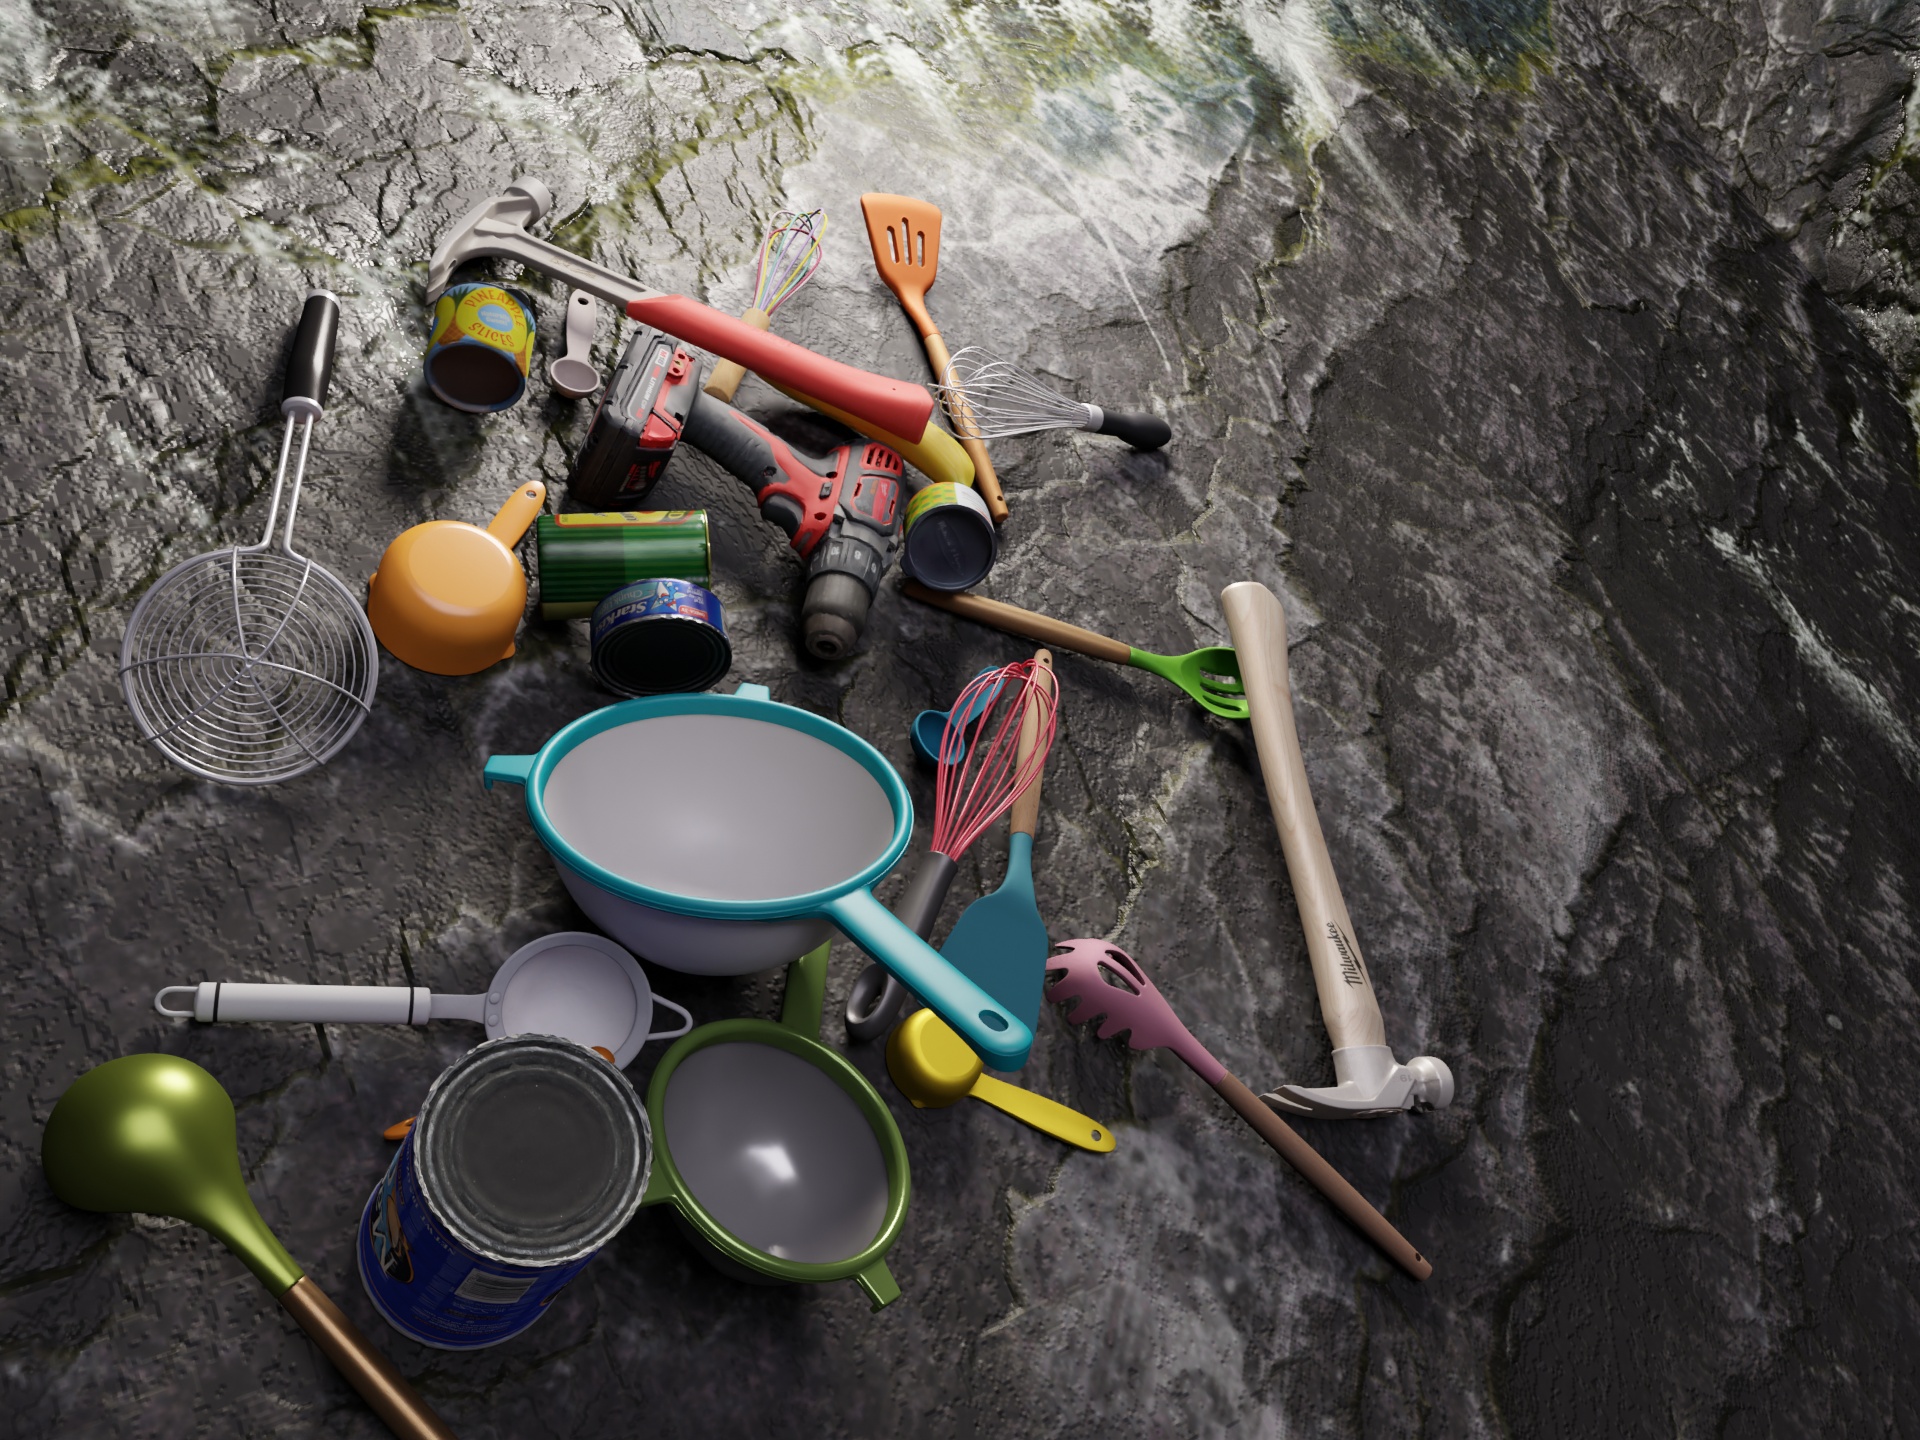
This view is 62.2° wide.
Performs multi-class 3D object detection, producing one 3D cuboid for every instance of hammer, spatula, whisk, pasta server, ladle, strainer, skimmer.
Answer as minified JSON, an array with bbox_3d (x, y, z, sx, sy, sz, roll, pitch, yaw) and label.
[{"bbox_3d":[-0.191,-0.280,1.144,0.359,0.036,0.149,23,47,-2],"label":"hammer"},{"bbox_3d":[0.037,0.066,1.074,0.082,0.044,0.318,24,43,-13],"label":"spatula"},{"bbox_3d":[0.083,-0.252,1.295,0.284,0.070,0.070,0,57,-46],"label":"whisk"},{"bbox_3d":[-0.005,0.074,1.004,0.073,0.073,0.296,31,57,-8],"label":"whisk"},{"bbox_3d":[0.181,0.251,1.023,0.316,0.040,0.060,43,46,-2],"label":"pasta server"},{"bbox_3d":[-0.154,-0.324,1.239,0.047,0.051,0.245,14,52,5],"label":"whisk"},{"bbox_3d":[-0.286,0.277,0.715,0.320,0.062,0.078,48,46,-1],"label":"ladle"},{"bbox_3d":[-0.104,0.204,0.866,0.151,0.069,0.257,28,30,-16],"label":"strainer"},{"bbox_3d":[-0.269,0.145,0.815,0.258,0.050,0.087,5,98,-22],"label":"strainer"},{"bbox_3d":[-0.012,-0.300,1.302,0.081,0.041,0.323,-1,59,-33],"label":"spatula"},{"bbox_3d":[-0.093,0.106,0.857,0.211,0.095,0.341,-19,43,-41],"label":"strainer"},{"bbox_3d":[-0.402,-0.125,0.942,0.127,0.090,0.364,9,43,-22],"label":"skimmer"},{"bbox_3d":[0.239,0.081,1.149,0.146,0.038,0.411,5,61,-27],"label":"hammer"}]

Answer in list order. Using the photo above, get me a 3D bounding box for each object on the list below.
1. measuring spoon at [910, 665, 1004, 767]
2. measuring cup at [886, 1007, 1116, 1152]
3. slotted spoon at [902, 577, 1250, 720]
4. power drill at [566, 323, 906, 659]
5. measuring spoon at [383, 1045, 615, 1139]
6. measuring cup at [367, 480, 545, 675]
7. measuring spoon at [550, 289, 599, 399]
[{"bbox_3d":[-0.002,-0.004,1.109,0.042,0.021,0.129,49,37,-5],"label":"measuring spoon"},{"bbox_3d":[0.030,0.219,0.948,0.156,0.029,0.062,27,48,-10],"label":"measuring cup"},{"bbox_3d":[0.102,-0.058,1.202,0.313,0.031,0.070,16,51,-19],"label":"slotted spoon"},{"bbox_3d":[-0.146,-0.151,1.088,0.226,0.080,0.188,25,48,-18],"label":"power drill"},{"bbox_3d":[-0.232,0.187,0.803,0.117,0.021,0.011,-16,105,-21],"label":"measuring spoon"},{"bbox_3d":[-0.292,-0.106,0.977,0.095,0.052,0.174,30,49,-9],"label":"measuring cup"},{"bbox_3d":[-0.275,-0.269,1.140,0.034,0.018,0.124,12,45,-21],"label":"measuring spoon"}]
